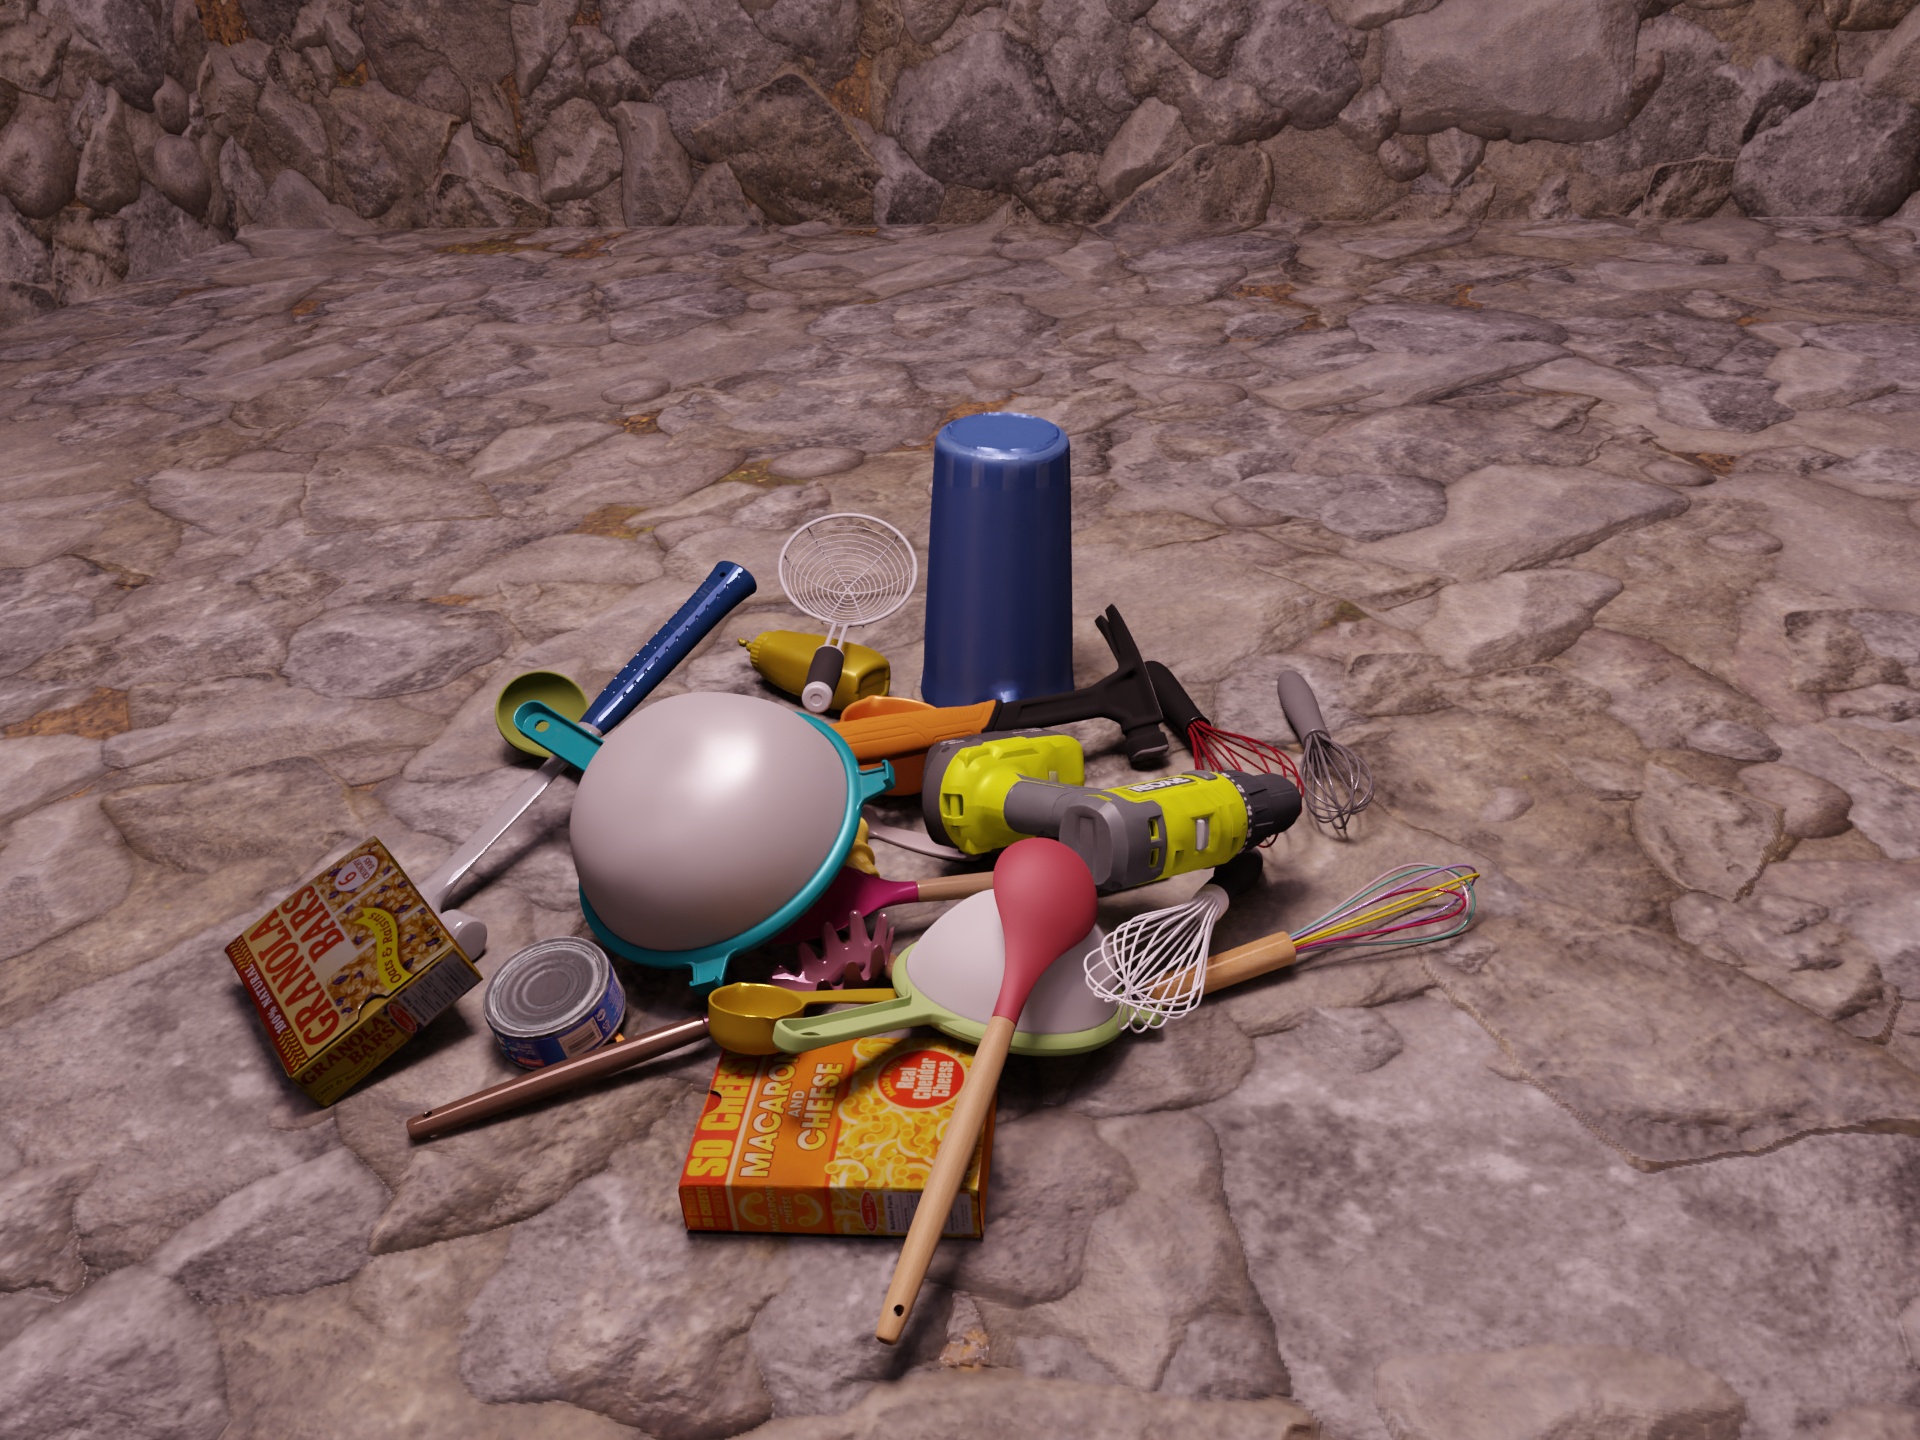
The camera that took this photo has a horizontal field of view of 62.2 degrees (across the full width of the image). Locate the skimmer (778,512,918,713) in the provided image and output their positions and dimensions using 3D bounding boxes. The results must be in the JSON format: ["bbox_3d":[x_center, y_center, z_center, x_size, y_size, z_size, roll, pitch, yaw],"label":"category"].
[{"bbox_3d":[-0.103,-0.097,1.327,0.127,0.090,0.363,5,17,-2],"label":"skimmer"}]

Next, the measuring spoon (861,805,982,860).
[{"bbox_3d":[-0.039,0.083,1.194,0.124,0.018,0.034,13,34,26],"label":"measuring spoon"}]

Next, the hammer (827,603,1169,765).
[{"bbox_3d":[-0.002,-0.004,1.210,0.336,0.034,0.127,-11,74,-25],"label":"hammer"}]

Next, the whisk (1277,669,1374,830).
[{"bbox_3d":[0.276,0.014,1.243,0.055,0.055,0.239,-4,26,2],"label":"whisk"}]

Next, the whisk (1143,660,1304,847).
[{"bbox_3d":[0.193,0.015,1.243,0.073,0.073,0.296,-10,25,-9],"label":"whisk"}]

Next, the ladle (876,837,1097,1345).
[{"bbox_3d":[0.014,0.189,0.876,0.069,0.031,0.316,27,55,-5],"label":"ladle"}]

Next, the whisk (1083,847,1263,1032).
[{"bbox_3d":[0.151,0.127,1.012,0.070,0.070,0.284,10,16,23],"label":"whisk"}]

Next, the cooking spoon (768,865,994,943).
[{"bbox_3d":[-0.006,0.116,1.095,0.318,0.017,0.069,-4,44,-15],"label":"cooking spoon"}]

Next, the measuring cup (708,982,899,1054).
[{"bbox_3d":[-0.079,0.181,0.967,0.156,0.029,0.062,4,9,-29],"label":"measuring cup"}]

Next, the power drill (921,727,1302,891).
[{"bbox_3d":[0.101,0.057,1.095,0.190,0.080,0.229,-9,11,-38],"label":"power drill"}]

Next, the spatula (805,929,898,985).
[{"bbox_3d":[-0.097,0.151,1.084,0.318,0.044,0.082,21,38,29],"label":"spatula"}]

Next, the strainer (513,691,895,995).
[{"bbox_3d":[-0.223,0.029,1.088,0.341,0.095,0.211,25,65,37],"label":"strainer"}]

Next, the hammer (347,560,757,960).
[{"bbox_3d":[-0.299,0.012,1.235,0.144,0.035,0.406,16,52,32],"label":"hammer"}]

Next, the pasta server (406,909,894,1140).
[{"bbox_3d":[-0.187,0.193,0.991,0.316,0.040,0.060,-18,23,-13],"label":"pasta server"}]

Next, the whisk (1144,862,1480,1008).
[{"bbox_3d":[0.233,0.143,1.041,0.245,0.051,0.047,-17,11,-13],"label":"whisk"}]

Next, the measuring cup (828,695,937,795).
[{"bbox_3d":[-0.090,0.029,1.239,0.173,0.052,0.095,-10,30,-26],"label":"measuring cup"}]

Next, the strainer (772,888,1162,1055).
[{"bbox_3d":[-0.002,0.146,0.954,0.256,0.069,0.152,-4,21,-43],"label":"strainer"}]

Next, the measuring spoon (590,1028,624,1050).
[{"bbox_3d":[-0.255,0.191,1.045,0.117,0.011,0.021,24,41,39],"label":"measuring spoon"}]

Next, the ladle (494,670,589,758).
[{"bbox_3d":[-0.279,0.038,1.249,0.078,0.062,0.320,-26,34,-27],"label":"ladle"}]
